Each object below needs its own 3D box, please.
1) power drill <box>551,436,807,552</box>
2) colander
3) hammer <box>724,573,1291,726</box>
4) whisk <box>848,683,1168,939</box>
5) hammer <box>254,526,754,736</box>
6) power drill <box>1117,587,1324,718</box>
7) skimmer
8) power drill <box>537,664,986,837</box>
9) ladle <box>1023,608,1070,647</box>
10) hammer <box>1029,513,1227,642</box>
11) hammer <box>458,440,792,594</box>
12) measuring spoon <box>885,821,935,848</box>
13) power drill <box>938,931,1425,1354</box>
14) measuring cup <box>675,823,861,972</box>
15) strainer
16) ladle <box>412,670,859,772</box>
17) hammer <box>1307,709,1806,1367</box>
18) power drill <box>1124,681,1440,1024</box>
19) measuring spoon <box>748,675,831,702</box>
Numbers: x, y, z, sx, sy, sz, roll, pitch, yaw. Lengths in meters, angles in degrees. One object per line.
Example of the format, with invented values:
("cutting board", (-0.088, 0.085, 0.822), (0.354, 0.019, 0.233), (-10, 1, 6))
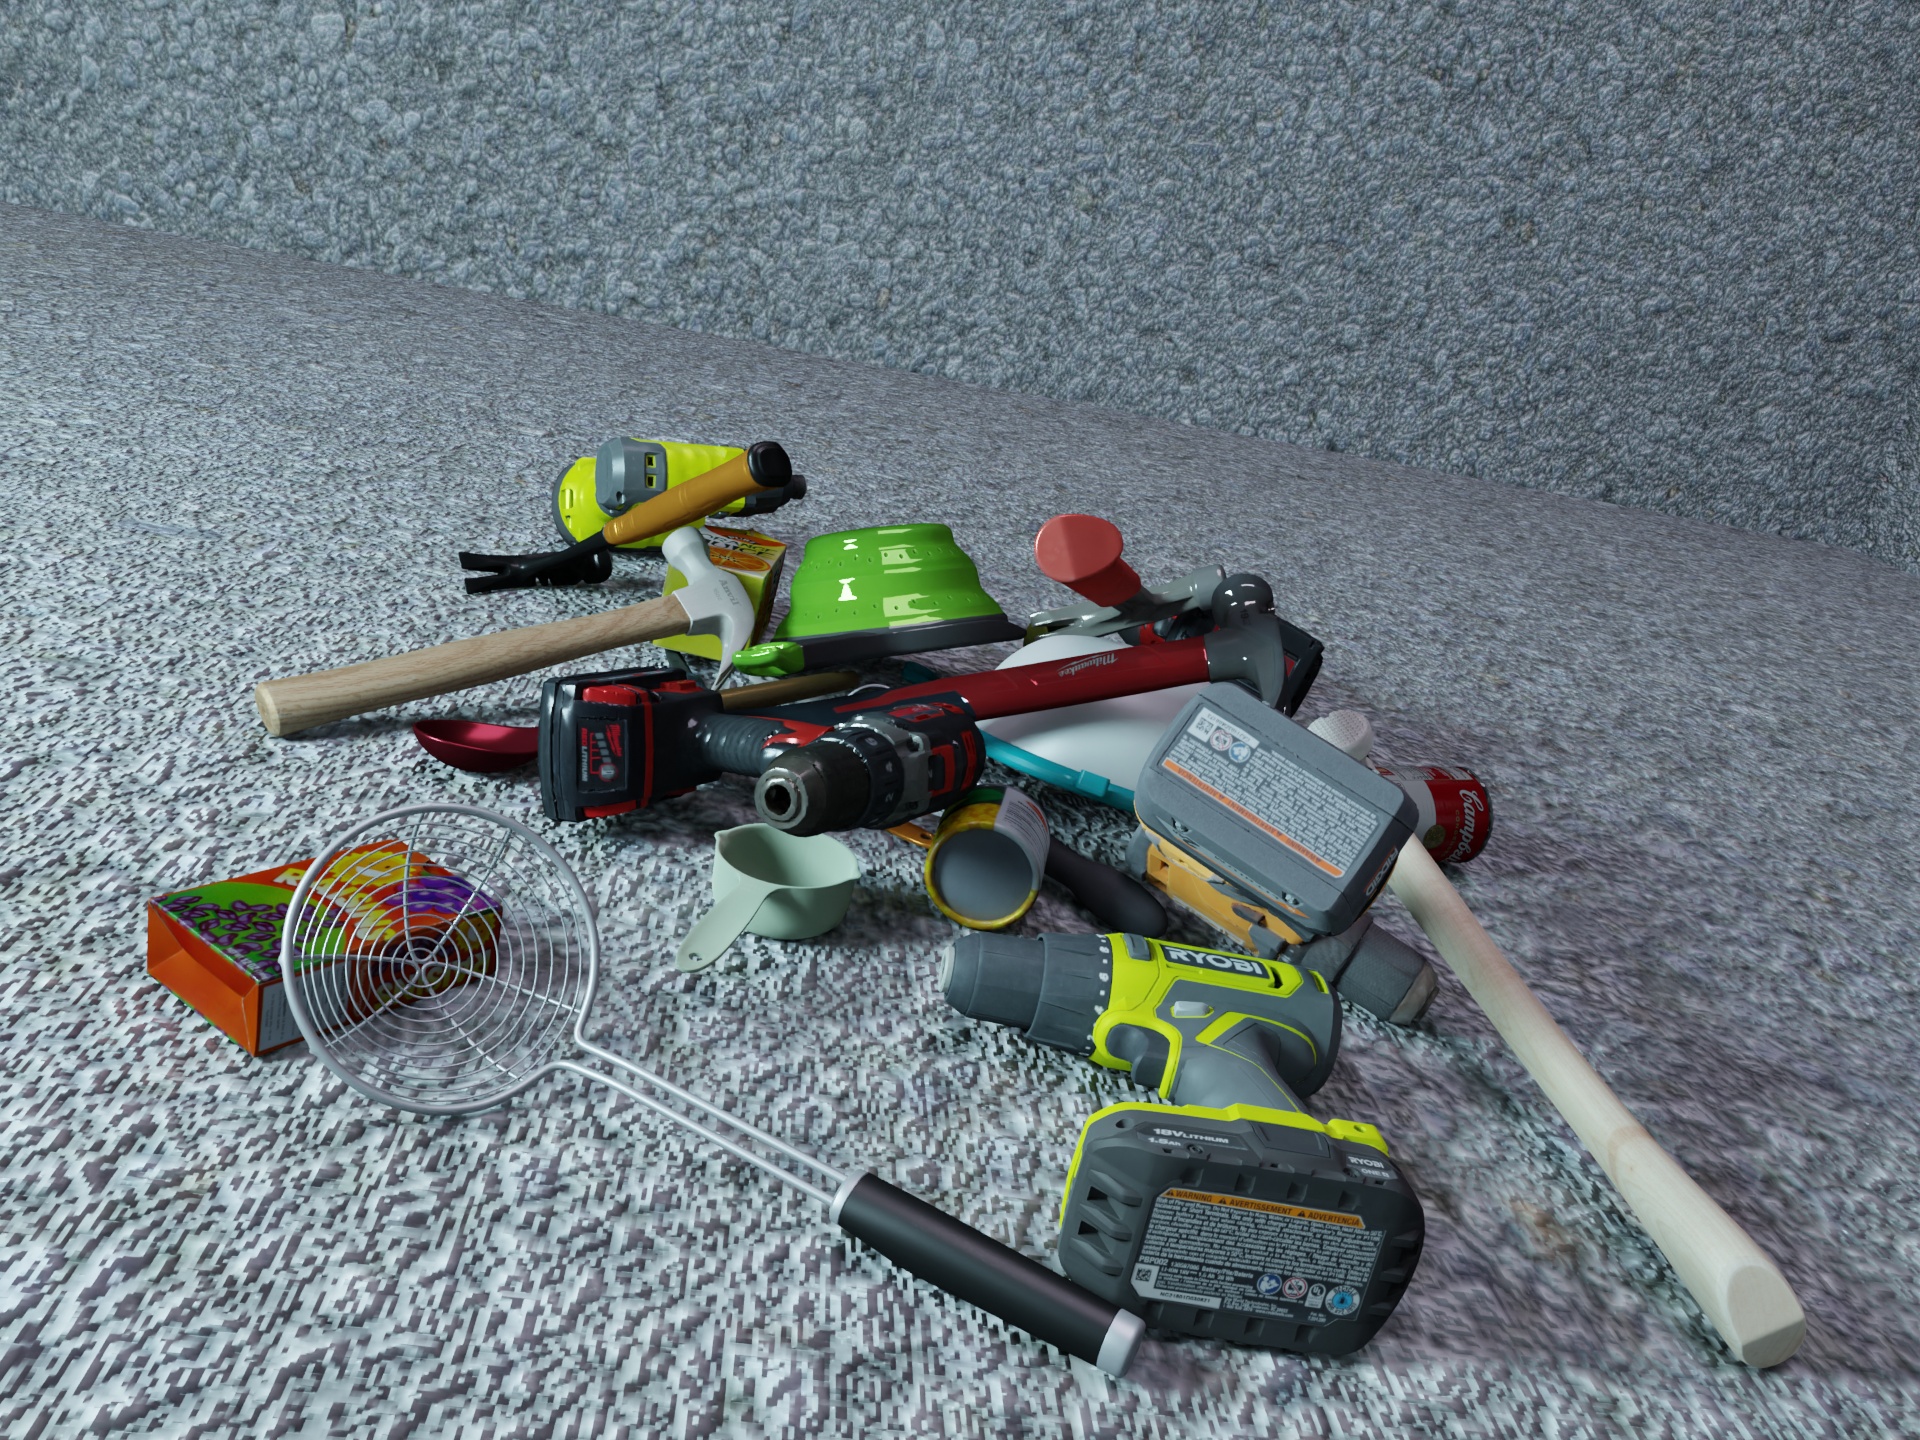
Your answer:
("power drill", (-0.245, -0.192, 1.353), (0.171, 0.080, 0.223), (0, 0, -30))
("colander", (-0.076, -0.088, 1.106), (0.204, 0.094, 0.397), (-5, 4, 14))
("hammer", (-0.001, -0.003, 0.943), (0.386, 0.038, 0.143), (-10, 37, 11))
("whisk", (0.014, 0.057, 0.975), (0.285, 0.070, 0.070), (32, 27, 35))
("hammer", (-0.280, -0.044, 1.028), (0.331, 0.031, 0.130), (-18, 62, -36))
("power drill", (0.193, -0.064, 1.290), (0.143, 0.078, 0.220), (29, 3, -11))
("skimmer", (-0.097, 0.144, 0.610), (0.363, 0.090, 0.127), (22, 54, 20))
("power drill", (-0.119, 0.021, 0.853), (0.227, 0.080, 0.188), (5, 8, 24))
("ladle", (0.185, -0.006, 1.241), (0.320, 0.062, 0.078), (25, 7, 26))
("hammer", (0.086, -0.085, 1.014), (0.149, 0.037, 0.359), (-14, -4, 13))
("hammer", (-0.242, -0.146, 1.174), (0.127, 0.034, 0.337), (-10, -2, -43))
("measuring spoon", (-0.054, 0.055, 0.996), (0.117, 0.011, 0.021), (25, 23, 33))
("power drill", (0.088, 0.160, 0.692), (0.190, 0.080, 0.229), (11, 16, -6))
("measuring cup", (-0.106, 0.101, 0.803), (0.083, 0.038, 0.167), (16, 22, 11))
("strainer", (0.069, -0.021, 1.097), (0.210, 0.095, 0.341), (15, 9, -39))
("ladle", (-0.194, -0.005, 1.019), (0.315, 0.031, 0.069), (-12, 24, -39))
("hammer", (0.286, 0.154, 0.817), (0.038, 0.146, 0.411), (-24, 34, 1))
("power drill", (0.172, 0.082, 0.814), (0.185, 0.084, 0.226), (34, -12, 16))
("measuring spoon", (-0.101, -0.021, 1.168), (0.124, 0.018, 0.034), (18, 20, 19))
